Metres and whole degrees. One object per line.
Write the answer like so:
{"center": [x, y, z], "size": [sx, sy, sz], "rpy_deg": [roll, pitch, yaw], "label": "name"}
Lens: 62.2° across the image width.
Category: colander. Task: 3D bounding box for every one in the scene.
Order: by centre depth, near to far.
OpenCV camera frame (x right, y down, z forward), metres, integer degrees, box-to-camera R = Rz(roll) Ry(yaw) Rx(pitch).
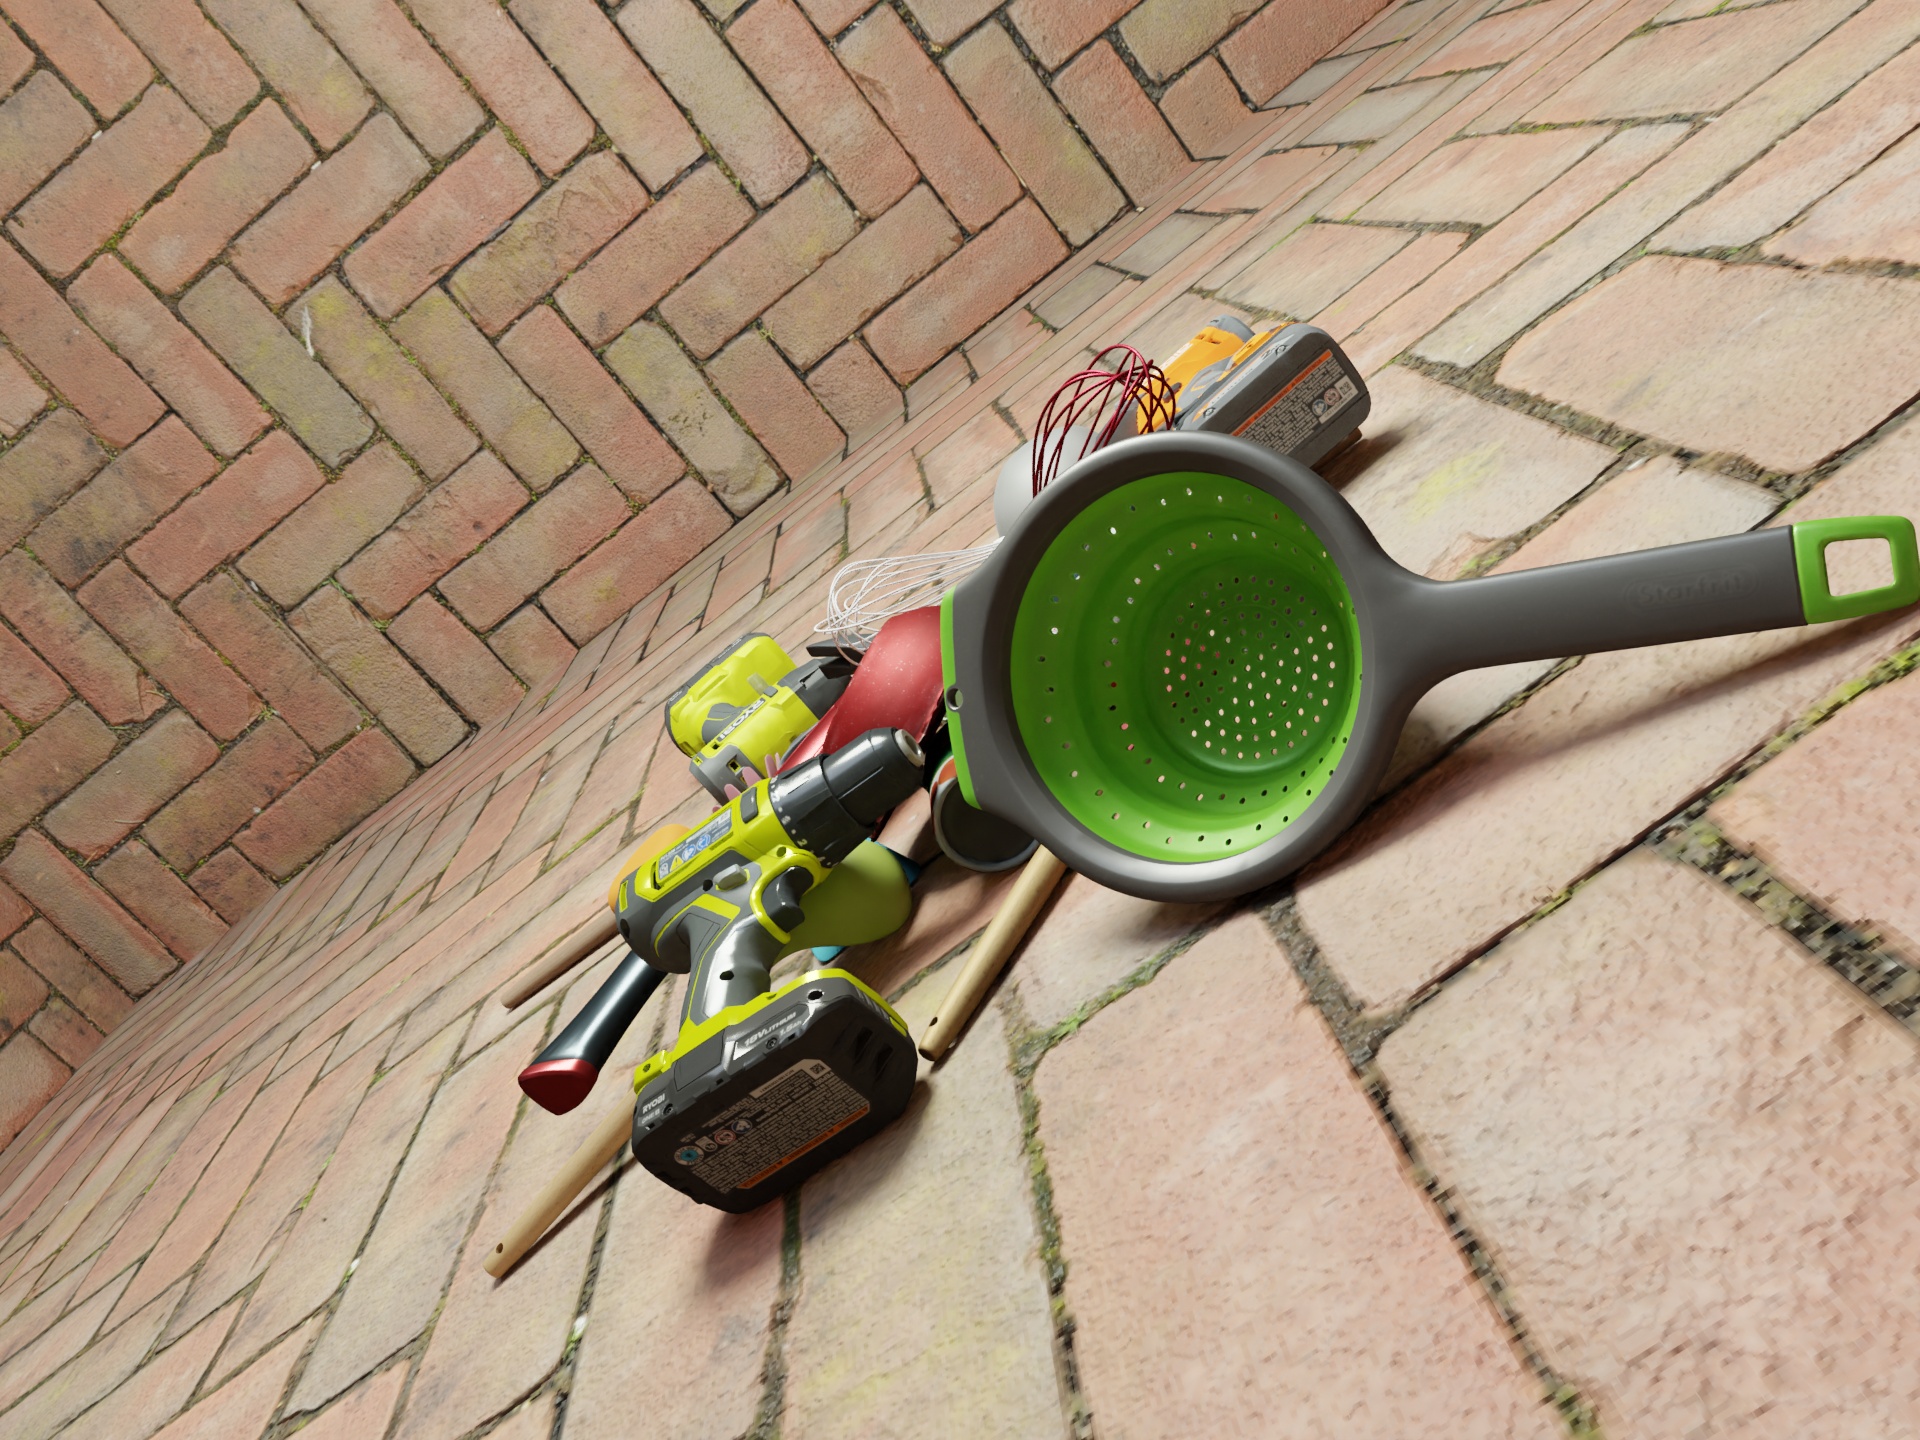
{"center": [0.180, -0.033, 0.678], "size": [0.397, 0.204, 0.094], "rpy_deg": [-8, -3, 33], "label": "colander"}

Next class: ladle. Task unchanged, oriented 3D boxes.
{"center": [0.061, 0.053, 0.834], "size": [0.069, 0.031, 0.315], "rpy_deg": [-19, 28, 50], "label": "ladle"}
{"center": [-0.149, 0.193, 0.904], "size": [0.320, 0.062, 0.078], "rpy_deg": [-49, 44, -5], "label": "ladle"}

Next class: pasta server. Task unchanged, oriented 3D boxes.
{"center": [-0.258, 0.135, 1.282], "size": [0.316, 0.040, 0.060], "rpy_deg": [-37, -6, 13], "label": "pasta server"}

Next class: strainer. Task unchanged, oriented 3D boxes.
{"center": [0.044, -0.182, 1.399], "size": [0.256, 0.069, 0.151], "rpy_deg": [-46, 18, -26], "label": "strainer"}

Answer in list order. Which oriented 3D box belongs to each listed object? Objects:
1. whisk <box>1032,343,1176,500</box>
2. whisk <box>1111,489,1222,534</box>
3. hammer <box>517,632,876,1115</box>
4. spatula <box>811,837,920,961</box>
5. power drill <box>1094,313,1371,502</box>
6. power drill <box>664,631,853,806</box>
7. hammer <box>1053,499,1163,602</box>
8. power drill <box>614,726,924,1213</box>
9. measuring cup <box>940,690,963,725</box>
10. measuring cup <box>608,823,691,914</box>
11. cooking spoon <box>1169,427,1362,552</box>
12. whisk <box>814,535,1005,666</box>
{"center": [0.054, -0.111, 0.935], "size": [0.073, 0.073, 0.295], "rpy_deg": [-51, -5, -34], "label": "whisk"}
{"center": [0.132, -0.130, 1.032], "size": [0.058, 0.059, 0.246], "rpy_deg": [-65, 8, -3], "label": "whisk"}
{"center": [-0.151, 0.083, 1.019], "size": [0.143, 0.038, 0.386], "rpy_deg": [2, 46, 47], "label": "hammer"}
{"center": [-0.105, 0.095, 1.088], "size": [0.082, 0.044, 0.317], "rpy_deg": [-43, 12, -10], "label": "spatula"}
{"center": [0.169, -0.204, 1.094], "size": [0.164, 0.084, 0.227], "rpy_deg": [-41, 18, 2], "label": "power drill"}
{"center": [-0.180, -0.010, 1.432], "size": [0.171, 0.080, 0.223], "rpy_deg": [-43, 21, -9], "label": "power drill"}
{"center": [0.161, -0.192, 1.240], "size": [0.128, 0.033, 0.331], "rpy_deg": [-18, 27, 53], "label": "hammer"}
{"center": [-0.090, 0.111, 0.805], "size": [0.190, 0.080, 0.229], "rpy_deg": [-35, 33, 14], "label": "power drill"}
{"center": [-0.002, -0.003, 1.094], "size": [0.167, 0.038, 0.083], "rpy_deg": [-21, 25, 52], "label": "measuring cup"}
{"center": [-0.198, 0.089, 1.204], "size": [0.173, 0.052, 0.095], "rpy_deg": [-49, 15, 2], "label": "measuring cup"}
{"center": [0.137, -0.105, 1.091], "size": [0.319, 0.017, 0.069], "rpy_deg": [-35, 22, 16], "label": "cooking spoon"}
{"center": [0.011, -0.106, 1.082], "size": [0.284, 0.070, 0.070], "rpy_deg": [-28, 5, -41], "label": "whisk"}
